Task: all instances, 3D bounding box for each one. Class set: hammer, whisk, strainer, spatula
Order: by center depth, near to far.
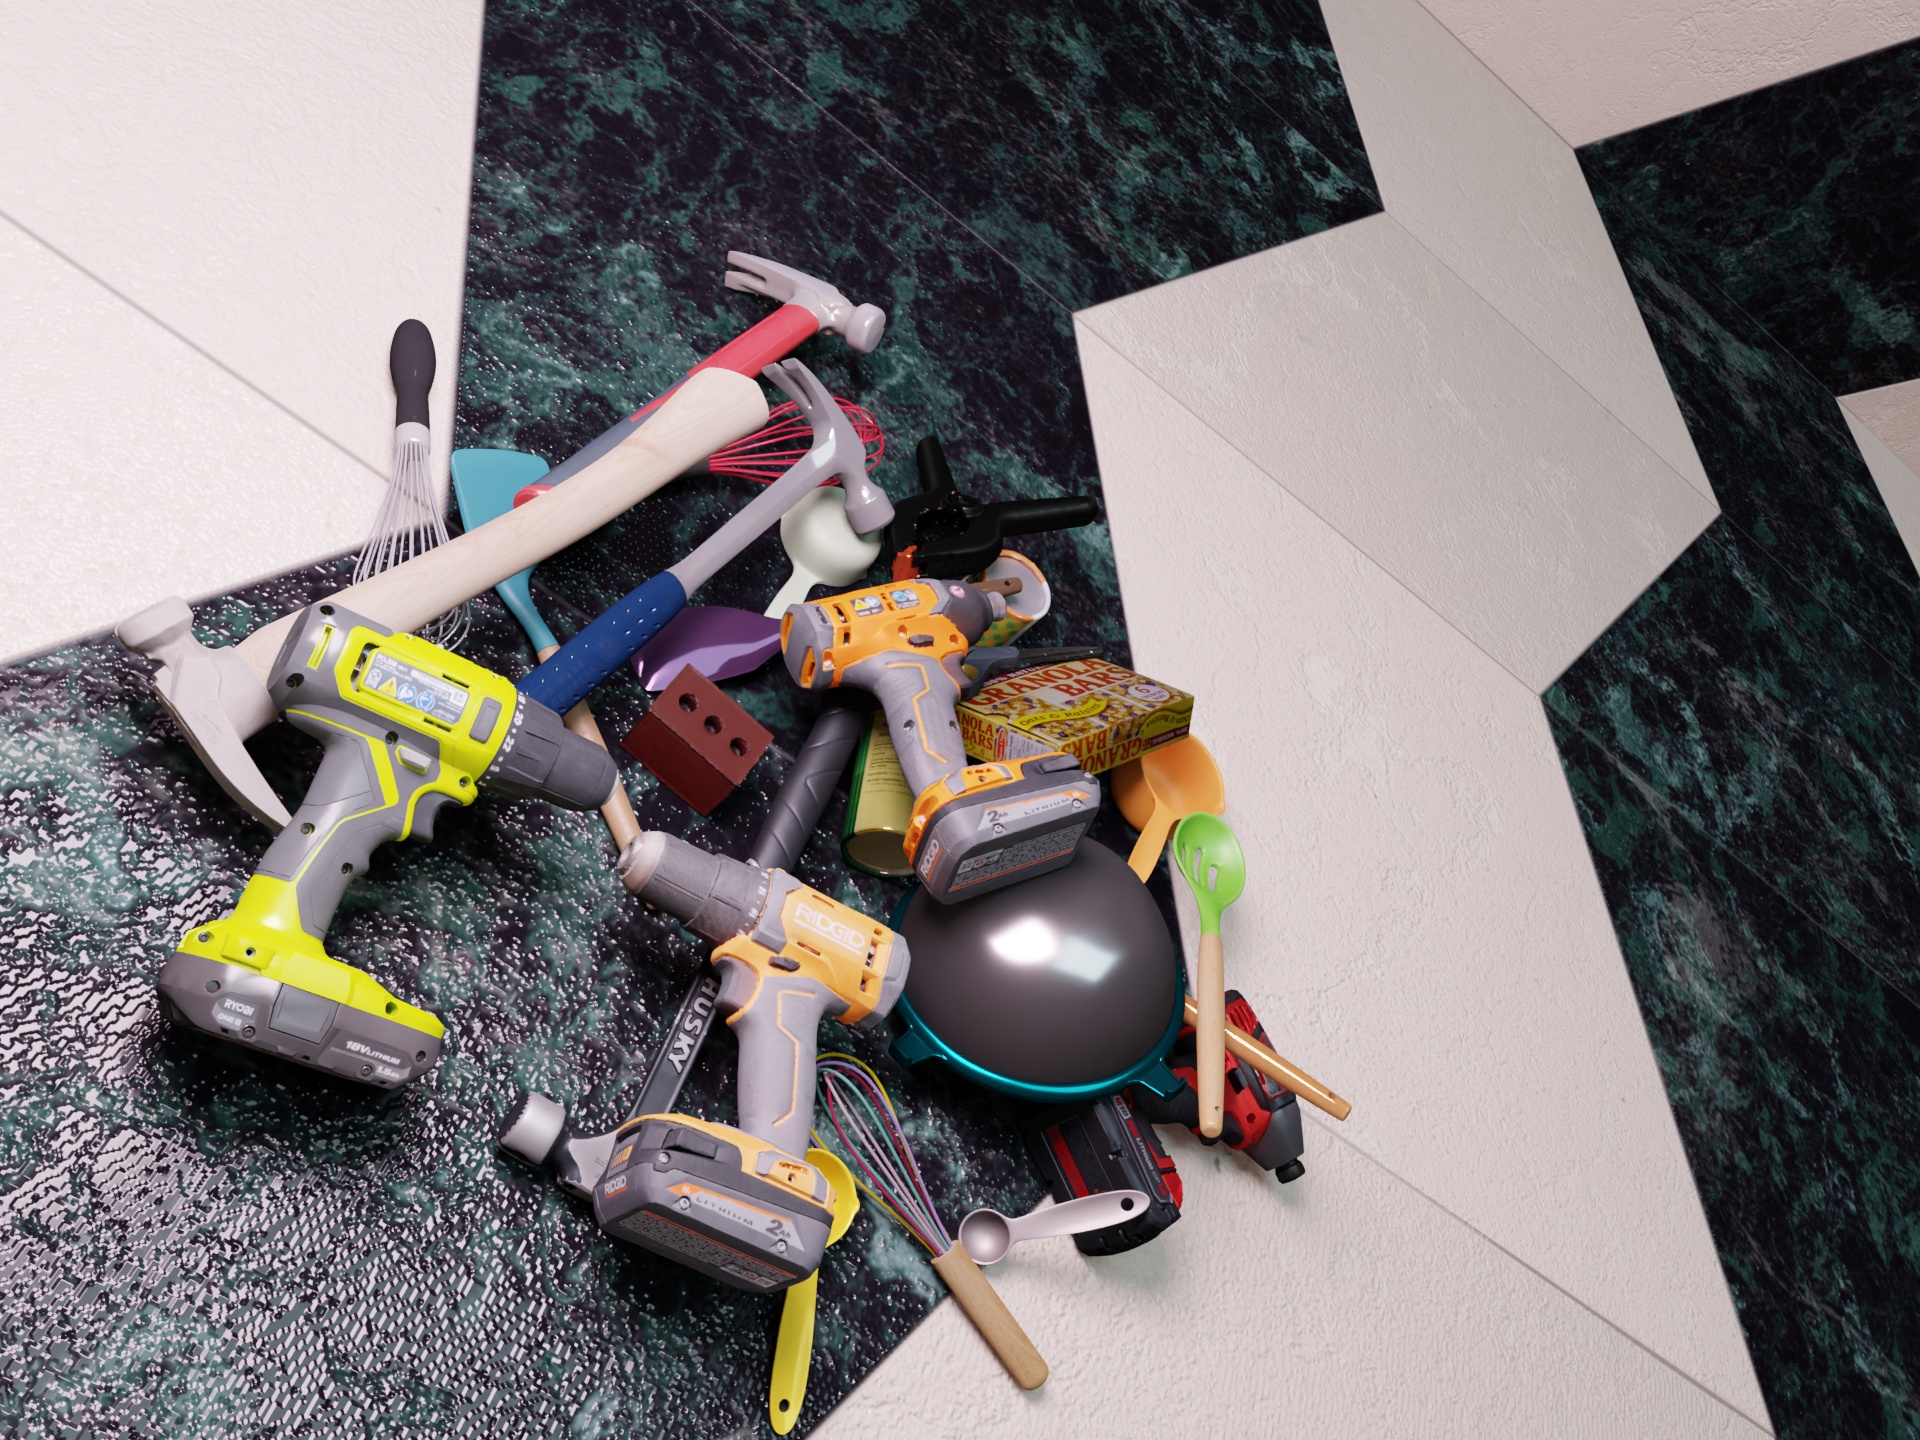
[{"bbox_3d":[-0.269,-0.095,0.949,0.411,0.038,0.146,-38,106,-31],"label":"hammer"},{"bbox_3d":[-0.019,0.309,0.986,0.245,0.051,0.047,54,39,0],"label":"whisk"},{"bbox_3d":[-0.129,0.120,1.001,0.149,0.036,0.409,36,52,-17],"label":"hammer"},{"bbox_3d":[-0.351,-0.154,1.021,0.070,0.070,0.285,12,52,-32],"label":"whisk"},{"bbox_3d":[-0.250,-0.028,1.021,0.082,0.044,0.318,-7,68,-58],"label":"spatula"},{"bbox_3d":[-0.186,-0.098,1.051,0.406,0.035,0.144,-49,122,-41],"label":"hammer"},{"bbox_3d":[0.059,0.098,1.106,0.211,0.095,0.341,9,42,-6],"label":"strainer"},{"bbox_3d":[0.135,0.181,1.126,0.323,0.041,0.081,31,39,24],"label":"spatula"},{"bbox_3d":[-0.090,-0.074,1.155,0.316,0.018,0.060,-13,69,-29],"label":"spatula"},{"bbox_3d":[-0.205,-0.243,1.156,0.143,0.038,0.386,26,43,12],"label":"hammer"},{"bbox_3d":[-0.176,-0.195,1.182,0.295,0.073,0.073,-18,74,-37],"label":"whisk"}]

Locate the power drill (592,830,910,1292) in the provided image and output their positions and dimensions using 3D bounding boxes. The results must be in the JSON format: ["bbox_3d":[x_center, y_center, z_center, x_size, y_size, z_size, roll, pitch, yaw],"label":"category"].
[{"bbox_3d":[-0.133,0.180,0.897,0.185,0.084,0.226,31,49,-21],"label":"power drill"}]

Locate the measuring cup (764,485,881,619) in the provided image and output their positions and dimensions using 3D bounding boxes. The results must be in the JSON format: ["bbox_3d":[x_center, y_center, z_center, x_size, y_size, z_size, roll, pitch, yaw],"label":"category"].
[{"bbox_3d":[-0.110,-0.115,1.190,0.083,0.038,0.168,37,44,-13],"label":"measuring cup"}]

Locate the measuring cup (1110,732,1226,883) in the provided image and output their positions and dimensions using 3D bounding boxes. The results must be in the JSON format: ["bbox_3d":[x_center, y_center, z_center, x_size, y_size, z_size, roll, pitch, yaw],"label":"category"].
[{"bbox_3d":[0.148,0.080,1.258,0.095,0.052,0.174,41,47,-10],"label":"measuring cup"}]

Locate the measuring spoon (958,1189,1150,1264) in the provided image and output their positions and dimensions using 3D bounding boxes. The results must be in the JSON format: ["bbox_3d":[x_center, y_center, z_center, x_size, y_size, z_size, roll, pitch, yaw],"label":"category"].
[{"bbox_3d":[0.060,0.318,1.012,0.124,0.018,0.034,-13,78,0],"label":"measuring spoon"}]

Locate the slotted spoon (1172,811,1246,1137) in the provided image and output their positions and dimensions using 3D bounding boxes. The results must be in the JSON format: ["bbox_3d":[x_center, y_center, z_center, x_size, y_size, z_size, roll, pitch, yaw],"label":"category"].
[{"bbox_3d":[0.174,0.170,1.116,0.070,0.031,0.314,34,31,-13],"label":"slotted spoon"}]

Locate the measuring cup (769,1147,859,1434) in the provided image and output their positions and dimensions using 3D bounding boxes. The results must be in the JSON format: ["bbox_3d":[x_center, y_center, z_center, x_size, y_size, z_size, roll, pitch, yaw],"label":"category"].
[{"bbox_3d":[-0.098,0.331,0.929,0.062,0.029,0.157,19,64,-28],"label":"measuring cup"}]

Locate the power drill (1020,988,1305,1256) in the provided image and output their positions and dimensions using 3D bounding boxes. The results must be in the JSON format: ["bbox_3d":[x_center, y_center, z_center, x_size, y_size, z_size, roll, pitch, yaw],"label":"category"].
[{"bbox_3d":[0.157,0.285,1.118,0.219,0.078,0.143,-13,71,-45],"label":"power drill"}]

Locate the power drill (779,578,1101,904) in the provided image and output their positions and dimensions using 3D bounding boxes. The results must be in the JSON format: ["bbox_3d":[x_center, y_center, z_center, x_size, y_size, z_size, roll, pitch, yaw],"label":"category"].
[{"bbox_3d":[-0.002,-0.003,1.051,0.164,0.084,0.227,-15,57,-29],"label":"power drill"}]

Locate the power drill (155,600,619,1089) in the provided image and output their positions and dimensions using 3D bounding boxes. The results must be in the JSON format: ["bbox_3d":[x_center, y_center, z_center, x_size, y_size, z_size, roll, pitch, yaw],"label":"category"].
[{"bbox_3d":[-0.298,0.073,0.845,0.190,0.080,0.229,28,67,-29],"label":"power drill"}]
